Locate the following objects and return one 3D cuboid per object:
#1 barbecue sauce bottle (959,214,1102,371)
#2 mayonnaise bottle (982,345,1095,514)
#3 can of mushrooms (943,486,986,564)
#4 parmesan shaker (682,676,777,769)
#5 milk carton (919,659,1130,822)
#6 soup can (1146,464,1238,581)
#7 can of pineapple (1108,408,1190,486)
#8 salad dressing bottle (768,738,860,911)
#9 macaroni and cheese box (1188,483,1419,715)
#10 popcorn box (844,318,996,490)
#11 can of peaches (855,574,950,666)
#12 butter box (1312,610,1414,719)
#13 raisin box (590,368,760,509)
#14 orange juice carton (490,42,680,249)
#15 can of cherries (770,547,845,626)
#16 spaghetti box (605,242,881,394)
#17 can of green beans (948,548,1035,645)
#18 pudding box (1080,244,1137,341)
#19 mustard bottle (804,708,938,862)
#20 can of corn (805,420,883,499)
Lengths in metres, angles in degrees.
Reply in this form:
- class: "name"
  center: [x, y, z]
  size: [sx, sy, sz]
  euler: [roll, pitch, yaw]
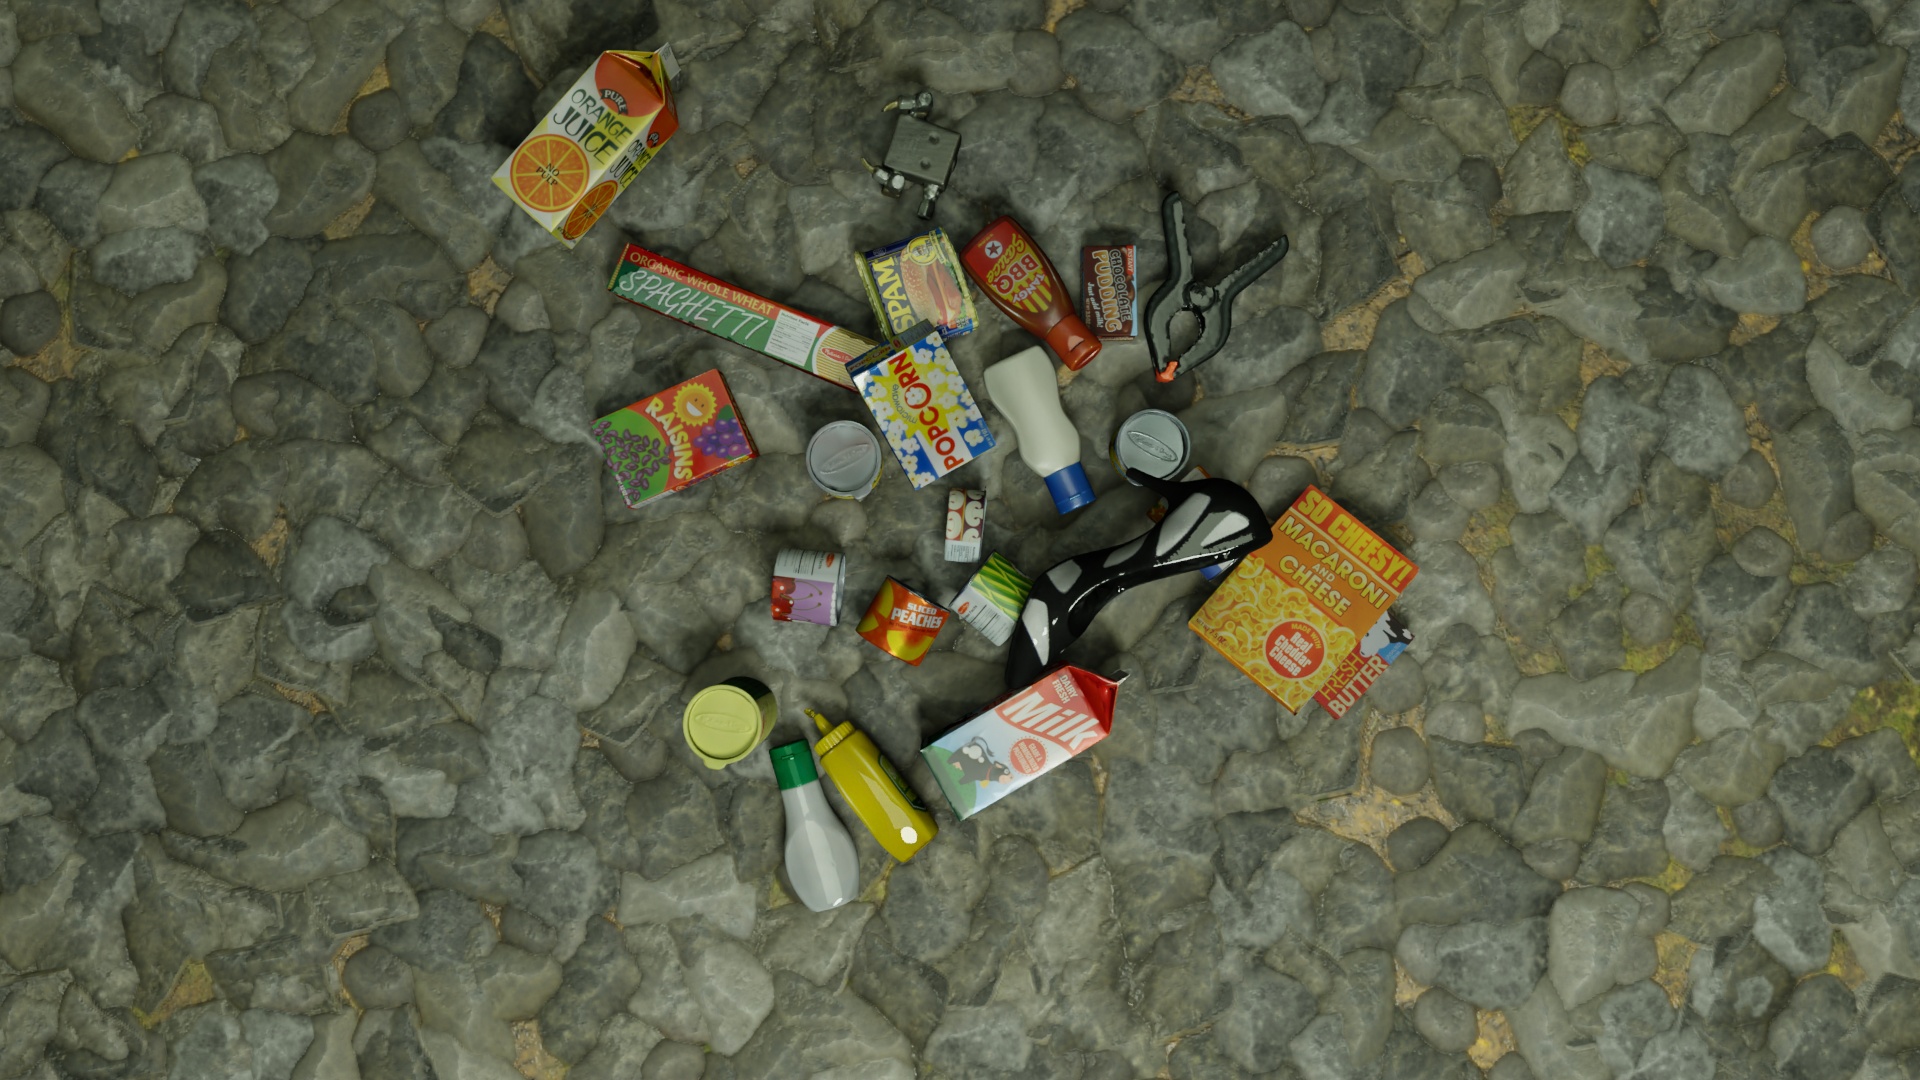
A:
- class: "barbecue sauce bottle"
  center: [0.066, -0.217, 1.236]
  size: [0.065, 0.043, 0.149]
  euler: [-40, 78, 7]
- class: "mayonnaise bottle"
  center: [0.075, -0.097, 1.248]
  size: [0.065, 0.041, 0.148]
  euler: [-24, 90, 2]
- class: "can of mushrooms"
  center: [0.004, -0.015, 1.233]
  size: [0.033, 0.071, 0.071]
  euler: [5, 89, 0]
- class: "parmesan shaker"
  center: [-0.199, 0.157, 1.206]
  size: [0.071, 0.103, 0.071]
  euler: [0, 88, -1]
- class: "milk carton"
  center: [0.064, 0.164, 1.224]
  size: [0.191, 0.072, 0.073]
  euler: [-30, 89, -2]
- class: "soup can"
  center: [0.216, -0.015, 1.235]
  size: [0.071, 0.071, 0.084]
  euler: [-42, 85, -1]
- class: "can of pineapple"
  center: [0.167, -0.081, 1.240]
  size: [0.071, 0.058, 0.071]
  euler: [0, 88, 0]
- class: "salad dressing bottle"
  center: [-0.133, 0.251, 1.235]
  size: [0.064, 0.044, 0.147]
  euler: [-16, 88, 1]
- class: "macaroni and cheese box"
  center: [0.303, 0.052, 1.235]
  size: [0.124, 0.040, 0.166]
  euler: [41, 88, 15]
- class: "popcorn box"
  center: [-0.034, -0.118, 1.222]
  size: [0.085, 0.038, 0.126]
  euler: [-29, 118, 0]
- class: "can of peaches"
  center: [-0.050, 0.072, 1.226]
  size: [0.071, 0.071, 0.058]
  euler: [31, 90, 0]
- class: "butter box"
  center: [0.354, 0.107, 1.253]
  size: [0.053, 0.024, 0.103]
  euler: [43, 88, 1]
- class: "raisin box"
  center: [-0.255, -0.090, 1.245]
  size: [0.123, 0.040, 0.086]
  euler: [-24, 88, 0]
- class: "orange juice carton"
  center: [-0.318, -0.360, 1.235]
  size: [0.073, 0.072, 0.193]
  euler: [41, 89, 0]
- class: "can of cherries"
  center: [-0.134, 0.043, 1.230]
  size: [0.058, 0.071, 0.071]
  euler: [5, 89, 0]
- class: "spaghetti box"
  center: [-0.193, -0.200, 1.253]
  size: [0.250, 0.028, 0.050]
  euler: [22, 88, 0]
- class: "can of green beans"
  center: [0.032, 0.051, 1.230]
  size: [0.058, 0.071, 0.071]
  euler: [39, 89, 0]
- class: "pudding box"
  center: [0.134, -0.223, 1.257]
  size: [0.050, 0.030, 0.083]
  euler: [0, 89, -1]
- class: "mustard bottle"
  center: [-0.084, 0.209, 1.227]
  size: [0.049, 0.065, 0.160]
  euler: [-40, 85, 3]
- class: "can of corn"
  center: [-0.101, -0.069, 1.236]
  size: [0.071, 0.058, 0.071]
  euler: [0, 89, -1]
